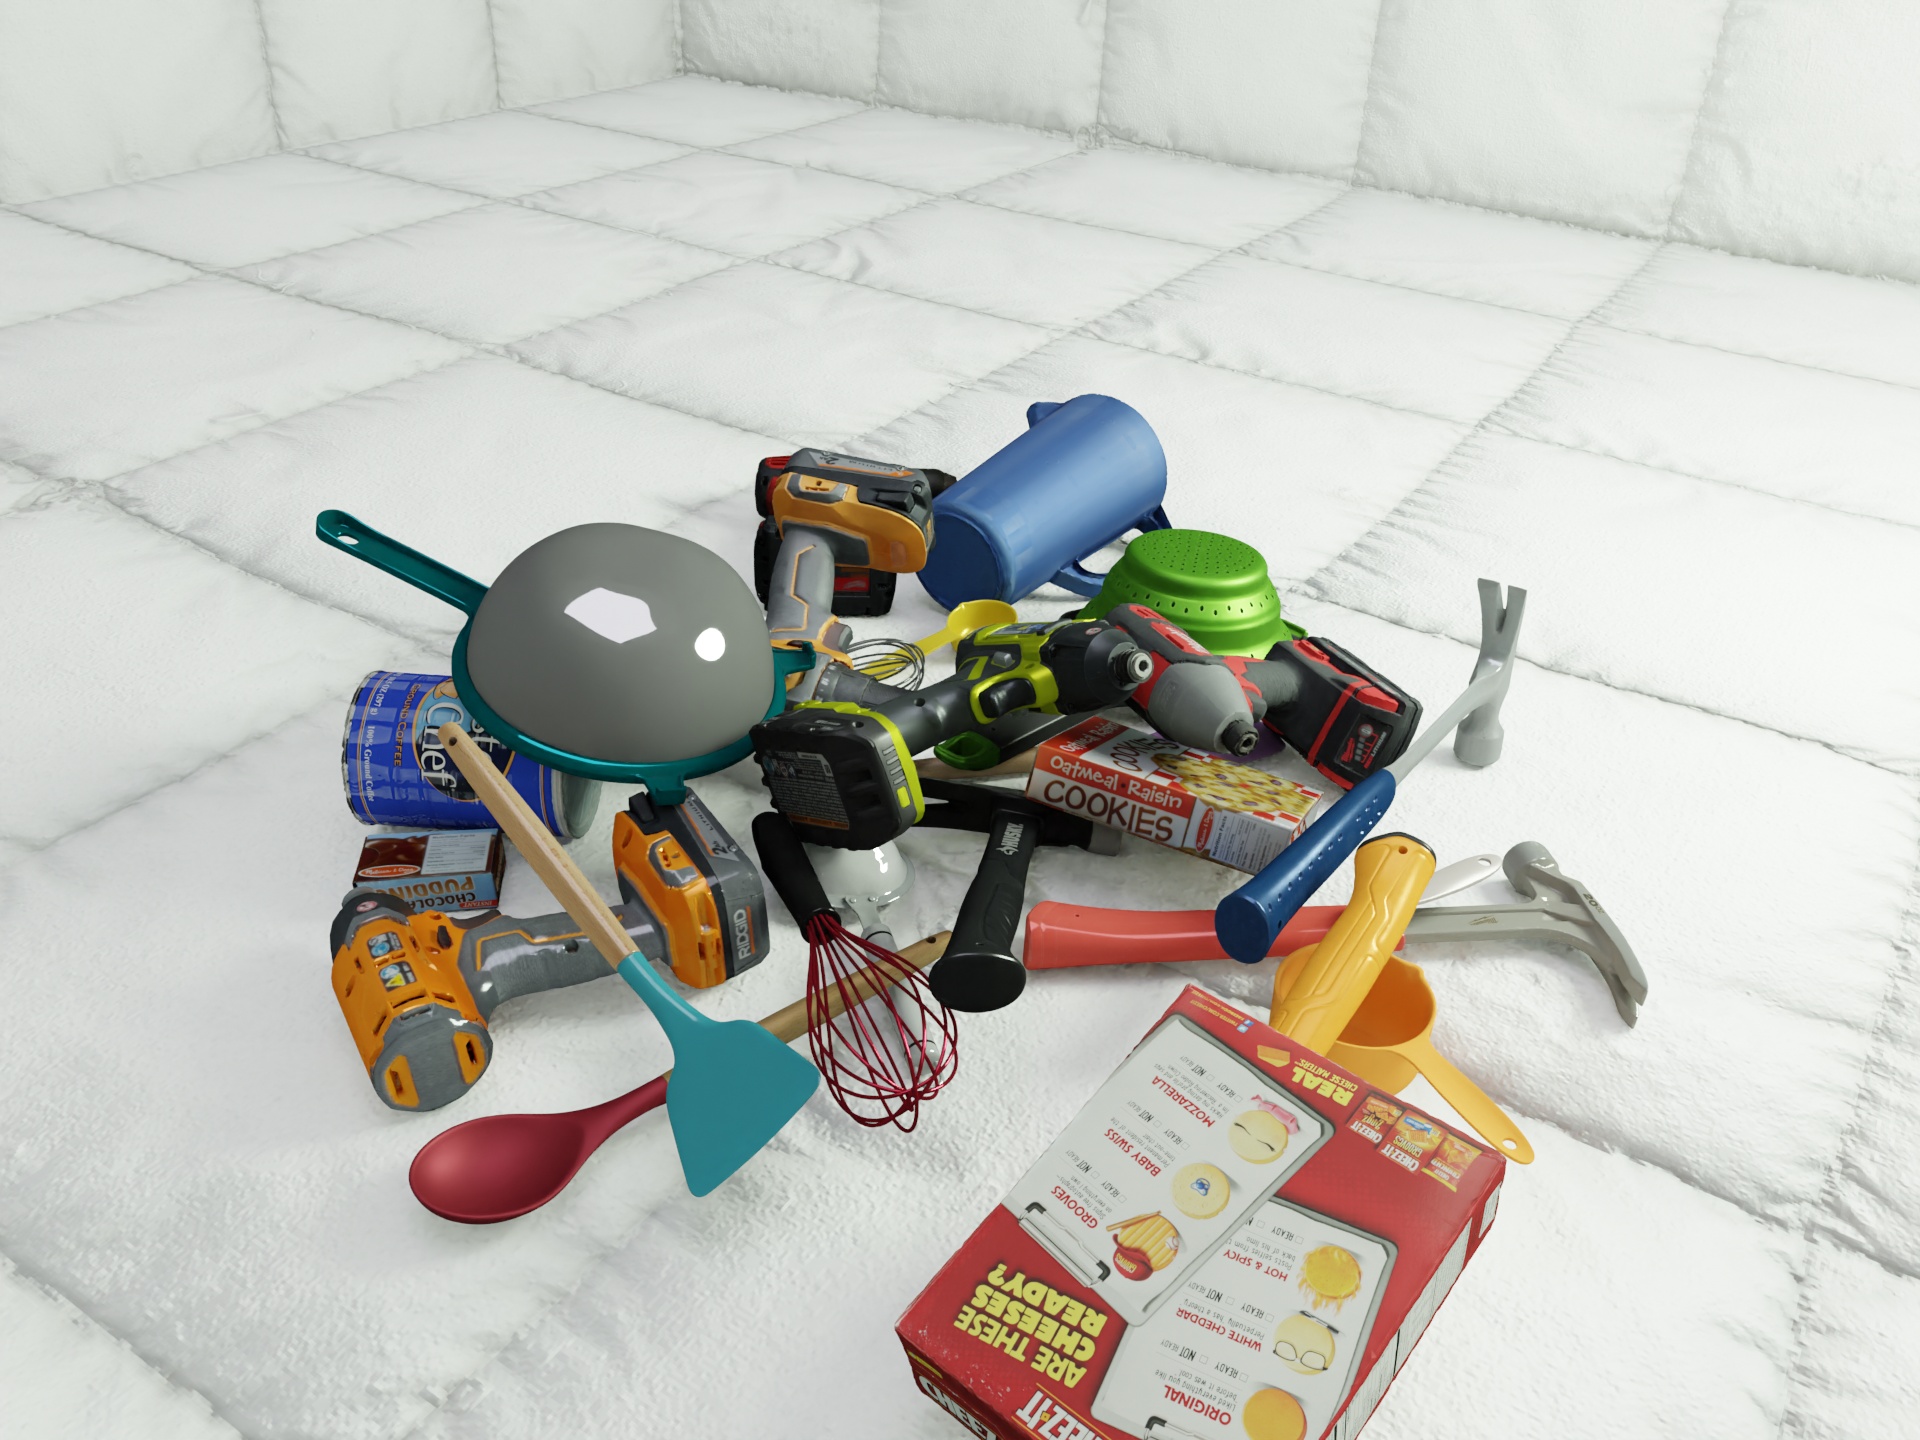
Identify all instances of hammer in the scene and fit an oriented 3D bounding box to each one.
[{"bbox_3d":[0.167,0.179,0.801,0.127,0.034,0.337,21,51,28],"label":"hammer"},{"bbox_3d":[0.017,0.091,0.906,0.146,0.035,0.335,10,12,5],"label":"hammer"},{"bbox_3d":[0.271,0.032,1.002,0.035,0.144,0.405,19,33,31],"label":"hammer"},{"bbox_3d":[0.217,0.132,0.957,0.359,0.036,0.149,-1,32,-7],"label":"hammer"}]

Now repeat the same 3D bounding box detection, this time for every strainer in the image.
[{"bbox_3d":[-0.264,-0.089,1.008,0.340,0.095,0.211,25,37,10],"label":"strainer"},{"bbox_3d":[-0.050,0.124,0.951,0.087,0.050,0.259,-3,35,-19],"label":"strainer"}]

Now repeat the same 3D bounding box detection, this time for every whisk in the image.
[{"bbox_3d":[-0.140,-0.020,1.175,0.239,0.055,0.055,-11,34,-13],"label":"whisk"},{"bbox_3d":[-0.069,0.120,0.855,0.073,0.073,0.296,-9,26,-18],"label":"whisk"}]

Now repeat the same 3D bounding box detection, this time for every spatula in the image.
[{"bbox_3d":[0.084,0.026,1.137,0.316,0.018,0.060,-5,30,-13],"label":"spatula"},{"bbox_3d":[-0.190,0.104,0.829,0.082,0.044,0.318,-43,67,-4],"label":"spatula"}]

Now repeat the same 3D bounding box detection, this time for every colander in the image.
[{"bbox_3d":[0.125,-0.065,1.191,0.205,0.094,0.397,26,35,34],"label":"colander"}]

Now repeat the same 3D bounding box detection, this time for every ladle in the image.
[{"bbox_3d":[-0.132,0.180,0.838,0.315,0.031,0.069,-24,42,-28],"label":"ladle"}]

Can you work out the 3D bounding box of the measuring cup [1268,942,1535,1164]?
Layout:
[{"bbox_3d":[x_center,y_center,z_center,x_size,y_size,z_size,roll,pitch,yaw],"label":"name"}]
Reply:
[{"bbox_3d":[0.235,0.191,0.850,0.095,0.052,0.174,-15,38,-26],"label":"measuring cup"}]

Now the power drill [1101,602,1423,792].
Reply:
[{"bbox_3d":[0.202,-0.012,1.072,0.219,0.078,0.143,9,25,-38],"label":"power drill"}]

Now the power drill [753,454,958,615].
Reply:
[{"bbox_3d":[-0.092,-0.174,1.399,0.188,0.080,0.227,1,29,-3],"label":"power drill"}]

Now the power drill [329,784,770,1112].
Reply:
[{"bbox_3d":[-0.242,0.117,0.911,0.226,0.084,0.164,-20,38,-25],"label":"power drill"}]

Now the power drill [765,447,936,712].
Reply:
[{"bbox_3d":[-0.082,-0.080,1.144,0.185,0.084,0.226,13,58,12],"label":"power drill"}]

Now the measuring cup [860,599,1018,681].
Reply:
[{"bbox_3d":[-0.022,-0.050,1.255,0.156,0.029,0.062,-27,41,-21],"label":"measuring cup"}]

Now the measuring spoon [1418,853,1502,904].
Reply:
[{"bbox_3d":[0.288,0.097,0.970,0.124,0.018,0.034,-16,36,-30],"label":"measuring spoon"}]

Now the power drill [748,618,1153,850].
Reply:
[{"bbox_3d":[-0.002,-0.003,0.984,0.223,0.080,0.171,-27,16,-30],"label":"power drill"}]
